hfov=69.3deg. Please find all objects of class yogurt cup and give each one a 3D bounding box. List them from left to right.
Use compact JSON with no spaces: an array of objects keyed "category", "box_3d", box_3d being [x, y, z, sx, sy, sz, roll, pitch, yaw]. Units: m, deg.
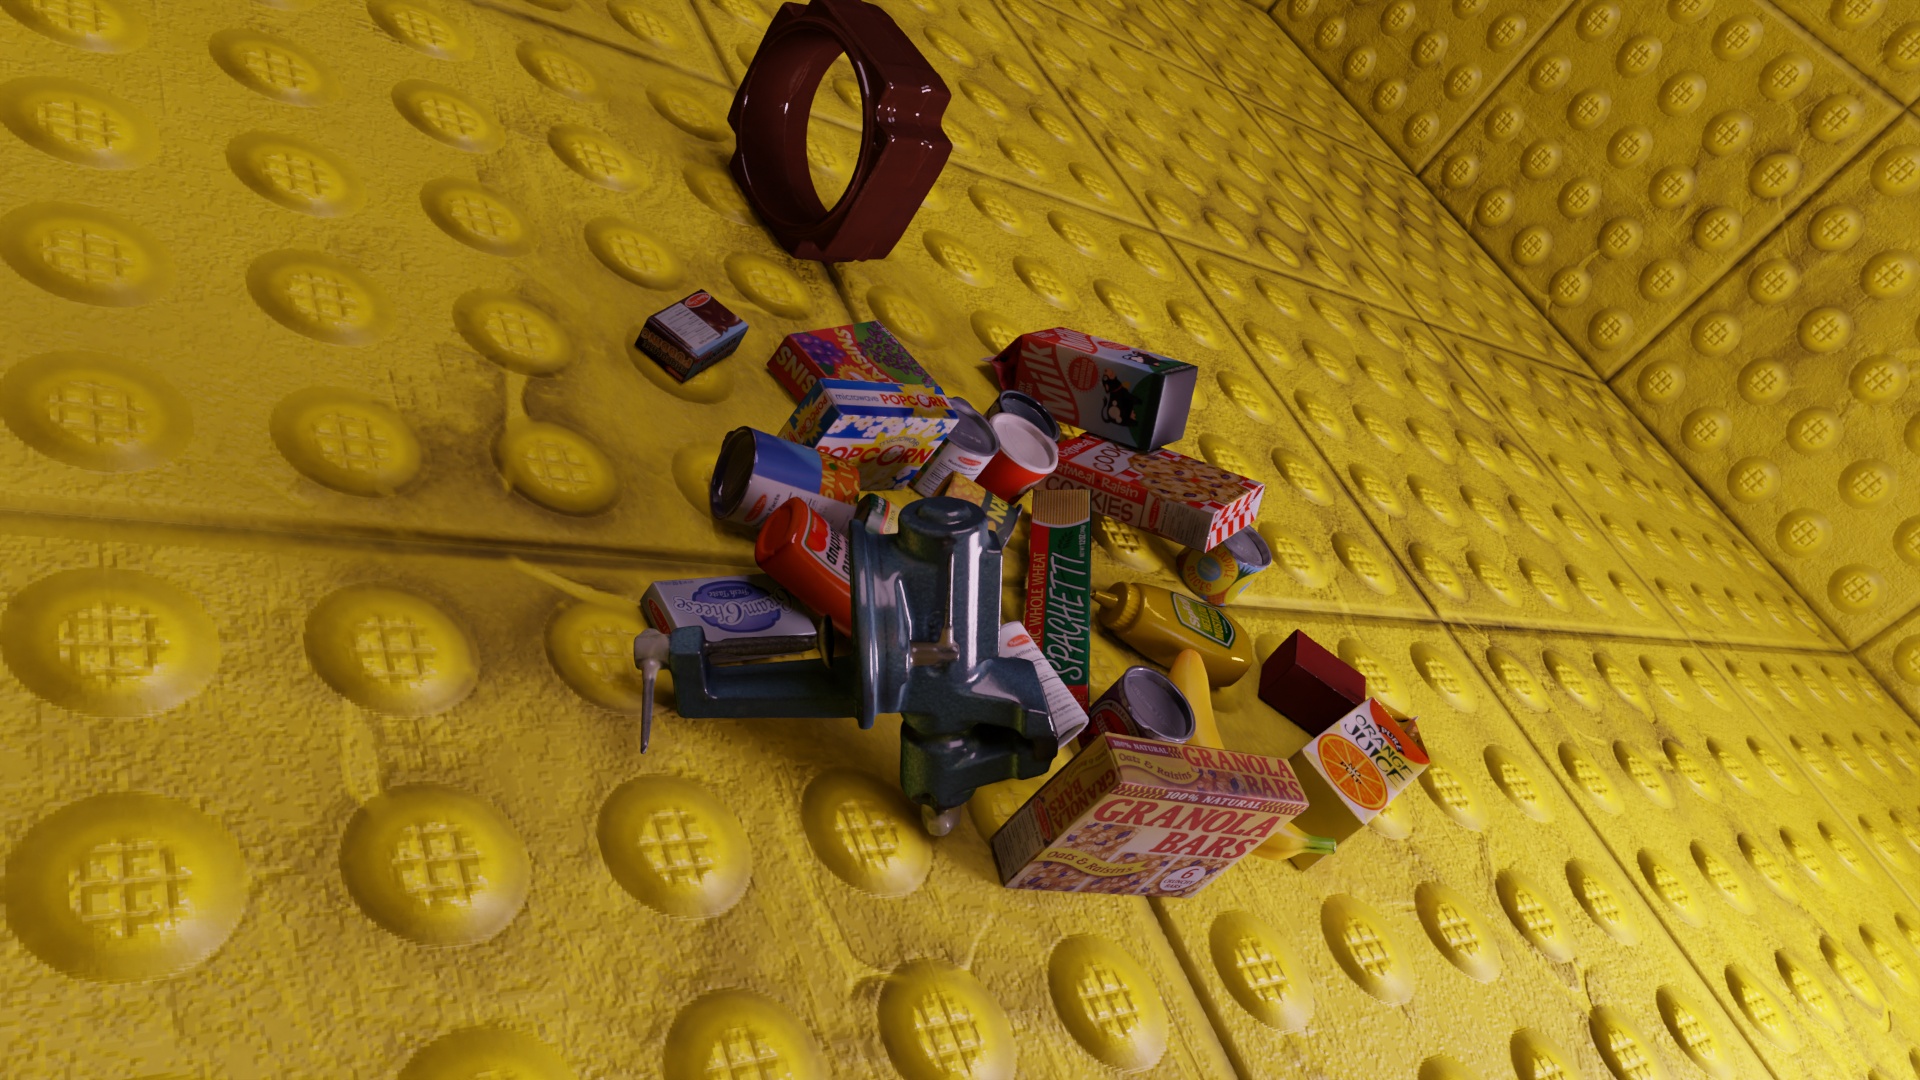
[{"category":"yogurt cup","box_3d":[0.040,-0.066,1.169,0.072,0.053,0.073,26,35,-20]}]

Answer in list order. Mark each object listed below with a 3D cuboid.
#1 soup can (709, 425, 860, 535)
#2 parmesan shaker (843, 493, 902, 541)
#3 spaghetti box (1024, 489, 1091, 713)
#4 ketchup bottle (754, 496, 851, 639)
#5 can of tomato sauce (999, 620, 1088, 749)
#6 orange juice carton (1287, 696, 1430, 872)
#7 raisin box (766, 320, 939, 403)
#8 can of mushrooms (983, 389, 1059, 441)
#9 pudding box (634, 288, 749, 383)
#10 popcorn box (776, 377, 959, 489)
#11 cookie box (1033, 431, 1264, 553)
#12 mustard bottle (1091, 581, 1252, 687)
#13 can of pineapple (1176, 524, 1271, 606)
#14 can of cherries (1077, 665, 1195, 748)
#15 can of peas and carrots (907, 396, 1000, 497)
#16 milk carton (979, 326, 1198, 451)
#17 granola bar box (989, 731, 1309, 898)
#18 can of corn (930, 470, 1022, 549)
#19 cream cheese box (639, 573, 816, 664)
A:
[{"category":"soup can","box_3d":[-0.122,-0.038,0.964,0.084,0.071,0.072,17,39,-32]},{"category":"parmesan shaker","box_3d":[-0.034,0.019,0.980,0.103,0.071,0.072,29,34,-16]},{"category":"spaghetti box","box_3d":[0.077,0.041,1.079,0.050,0.028,0.251,-1,36,6]},{"category":"ketchup bottle","box_3d":[-0.069,0.037,0.919,0.148,0.043,0.065,42,23,-25]},{"category":"can of tomato sauce","box_3d":[0.036,0.108,0.942,0.071,0.071,0.083,-14,63,-52]},{"category":"orange juice carton","box_3d":[0.311,0.186,1.115,0.073,0.071,0.193,51,35,16]},{"category":"raisin box","box_3d":[-0.087,-0.135,1.142,0.086,0.040,0.124,48,32,13]},{"category":"can of mushrooms","box_3d":[0.052,-0.100,1.243,0.071,0.033,0.071,27,35,-20]},{"category":"pudding box","box_3d":[-0.204,-0.157,1.061,0.049,0.030,0.084,38,32,0]},{"category":"popcorn box","box_3d":[-0.073,-0.078,1.043,0.127,0.085,0.038,-3,52,-47]},{"category":"cookie box","box_3d":[0.166,-0.049,1.225,0.167,0.040,0.123,22,25,25]},{"category":"mustard bottle","box_3d":[0.164,0.069,1.133,0.160,0.048,0.065,23,34,-24]},{"category":"can of pineapple","box_3d":[0.237,0.018,1.260,0.071,0.057,0.071,26,35,-19]},{"category":"can of cherries","box_3d":[0.125,0.134,1.007,0.071,0.058,0.072,27,35,-21]},{"category":"can of peas and carrots","box_3d":[-0.011,-0.074,1.125,0.071,0.058,0.071,27,34,-19]},{"category":"milk carton","box_3d":[0.115,-0.148,1.291,0.191,0.073,0.072,22,24,29]},{"category":"granola bar box","box_3d":[0.120,0.179,0.886,0.166,0.123,0.039,13,42,-35]},{"category":"can of corn","box_3d":[0.004,-0.013,1.054,0.058,0.071,0.071,32,33,-10]},{"category":"cream cheese box","box_3d":[-0.144,0.049,0.873,0.104,0.024,0.053,-3,52,-47]}]
